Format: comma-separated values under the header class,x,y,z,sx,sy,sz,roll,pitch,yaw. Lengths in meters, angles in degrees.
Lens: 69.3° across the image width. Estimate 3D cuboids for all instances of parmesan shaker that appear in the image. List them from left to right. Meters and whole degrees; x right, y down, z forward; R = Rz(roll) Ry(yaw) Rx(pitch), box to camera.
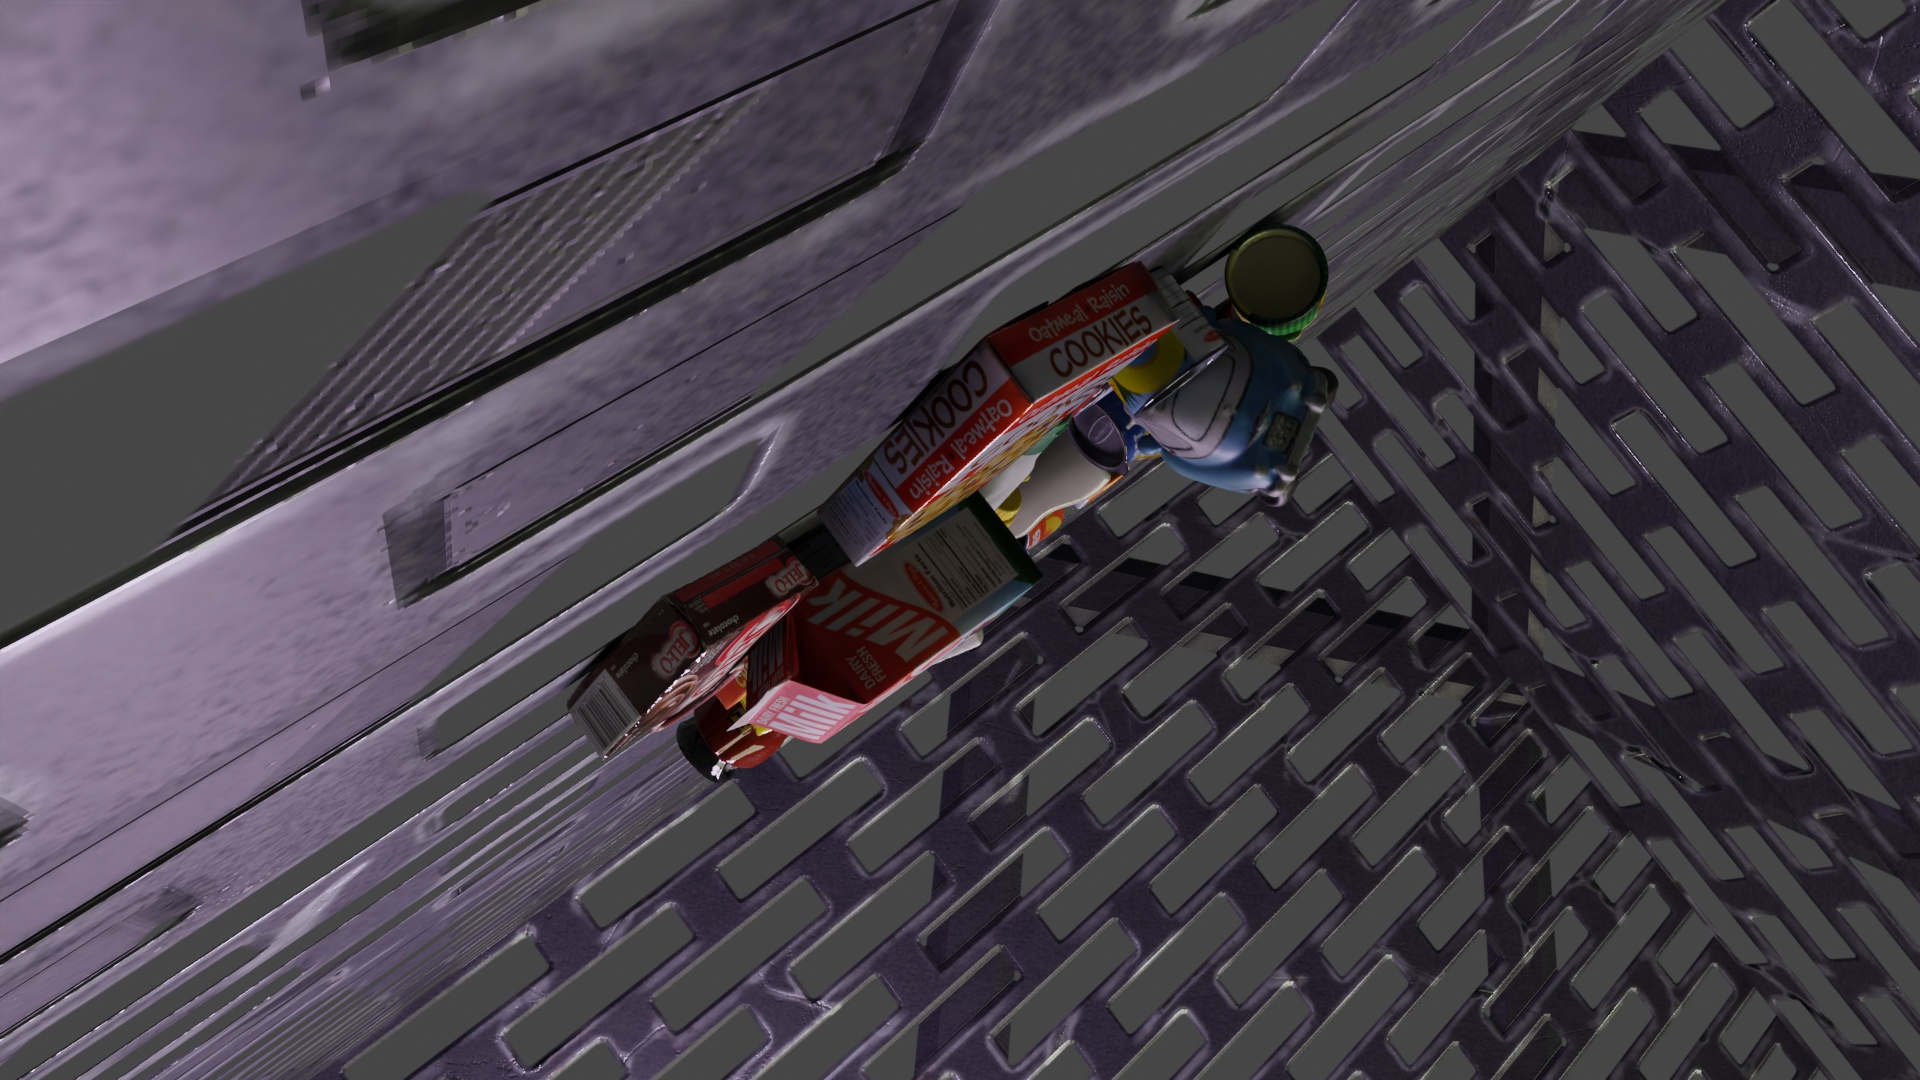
class,x,y,z,sx,sy,sz,roll,pitch,yaw
parmesan shaker,0.214,-0.171,0.934,0.071,0.071,0.103,-38,176,14

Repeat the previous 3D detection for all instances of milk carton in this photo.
class,x,y,z,sx,sy,sz,roll,pitch,yaw
milk carton,-0.050,0.050,0.796,0.191,0.073,0.072,-33,173,-37

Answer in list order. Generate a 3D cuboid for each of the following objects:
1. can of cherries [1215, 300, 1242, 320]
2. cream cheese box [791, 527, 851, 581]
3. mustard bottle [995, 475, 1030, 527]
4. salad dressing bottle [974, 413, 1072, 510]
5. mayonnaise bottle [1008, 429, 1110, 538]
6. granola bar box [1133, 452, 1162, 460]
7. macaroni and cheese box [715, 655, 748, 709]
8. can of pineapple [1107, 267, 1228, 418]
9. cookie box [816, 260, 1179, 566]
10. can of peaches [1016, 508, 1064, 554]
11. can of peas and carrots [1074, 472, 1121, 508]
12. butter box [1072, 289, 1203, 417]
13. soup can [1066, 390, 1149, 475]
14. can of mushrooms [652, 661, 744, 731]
class,x,y,z,sx,sy,sz,roll,pitch,yaw
can of cherries,0.237,-0.170,1.207,0.072,0.071,0.058,-33,174,-47
cream cheese box,-0.078,0.011,0.813,0.104,0.024,0.053,-36,176,-21
mustard bottle,0.004,-0.013,1.068,0.159,0.049,0.066,-42,-172,41
salad dressing bottle,0.024,-0.053,0.844,0.064,0.044,0.147,-41,177,-29
mayonnaise bottle,0.048,-0.035,1.147,0.148,0.064,0.041,-33,-171,10
granola bar box,0.184,-0.099,1.217,0.165,0.039,0.124,-8,177,3
macaroni and cheese box,-0.086,0.036,0.932,0.167,0.040,0.123,-35,176,-39
can of pineapple,0.106,-0.111,0.787,0.071,0.058,0.071,-37,176,-3
cookie box,0.016,-0.063,0.691,0.123,0.040,0.166,-34,176,-42
can of peaches,0.052,-0.022,1.234,0.058,0.071,0.071,-35,175,-43
can of peas and carrots,0.127,-0.075,1.379,0.071,0.059,0.071,-37,176,-3
butter box,0.114,-0.126,0.930,0.104,0.024,0.053,-35,176,-20
soup can,0.131,-0.098,1.045,0.084,0.071,0.071,-36,175,-24
can of mushrooms,-0.163,0.081,0.821,0.071,0.033,0.071,-38,176,-3
